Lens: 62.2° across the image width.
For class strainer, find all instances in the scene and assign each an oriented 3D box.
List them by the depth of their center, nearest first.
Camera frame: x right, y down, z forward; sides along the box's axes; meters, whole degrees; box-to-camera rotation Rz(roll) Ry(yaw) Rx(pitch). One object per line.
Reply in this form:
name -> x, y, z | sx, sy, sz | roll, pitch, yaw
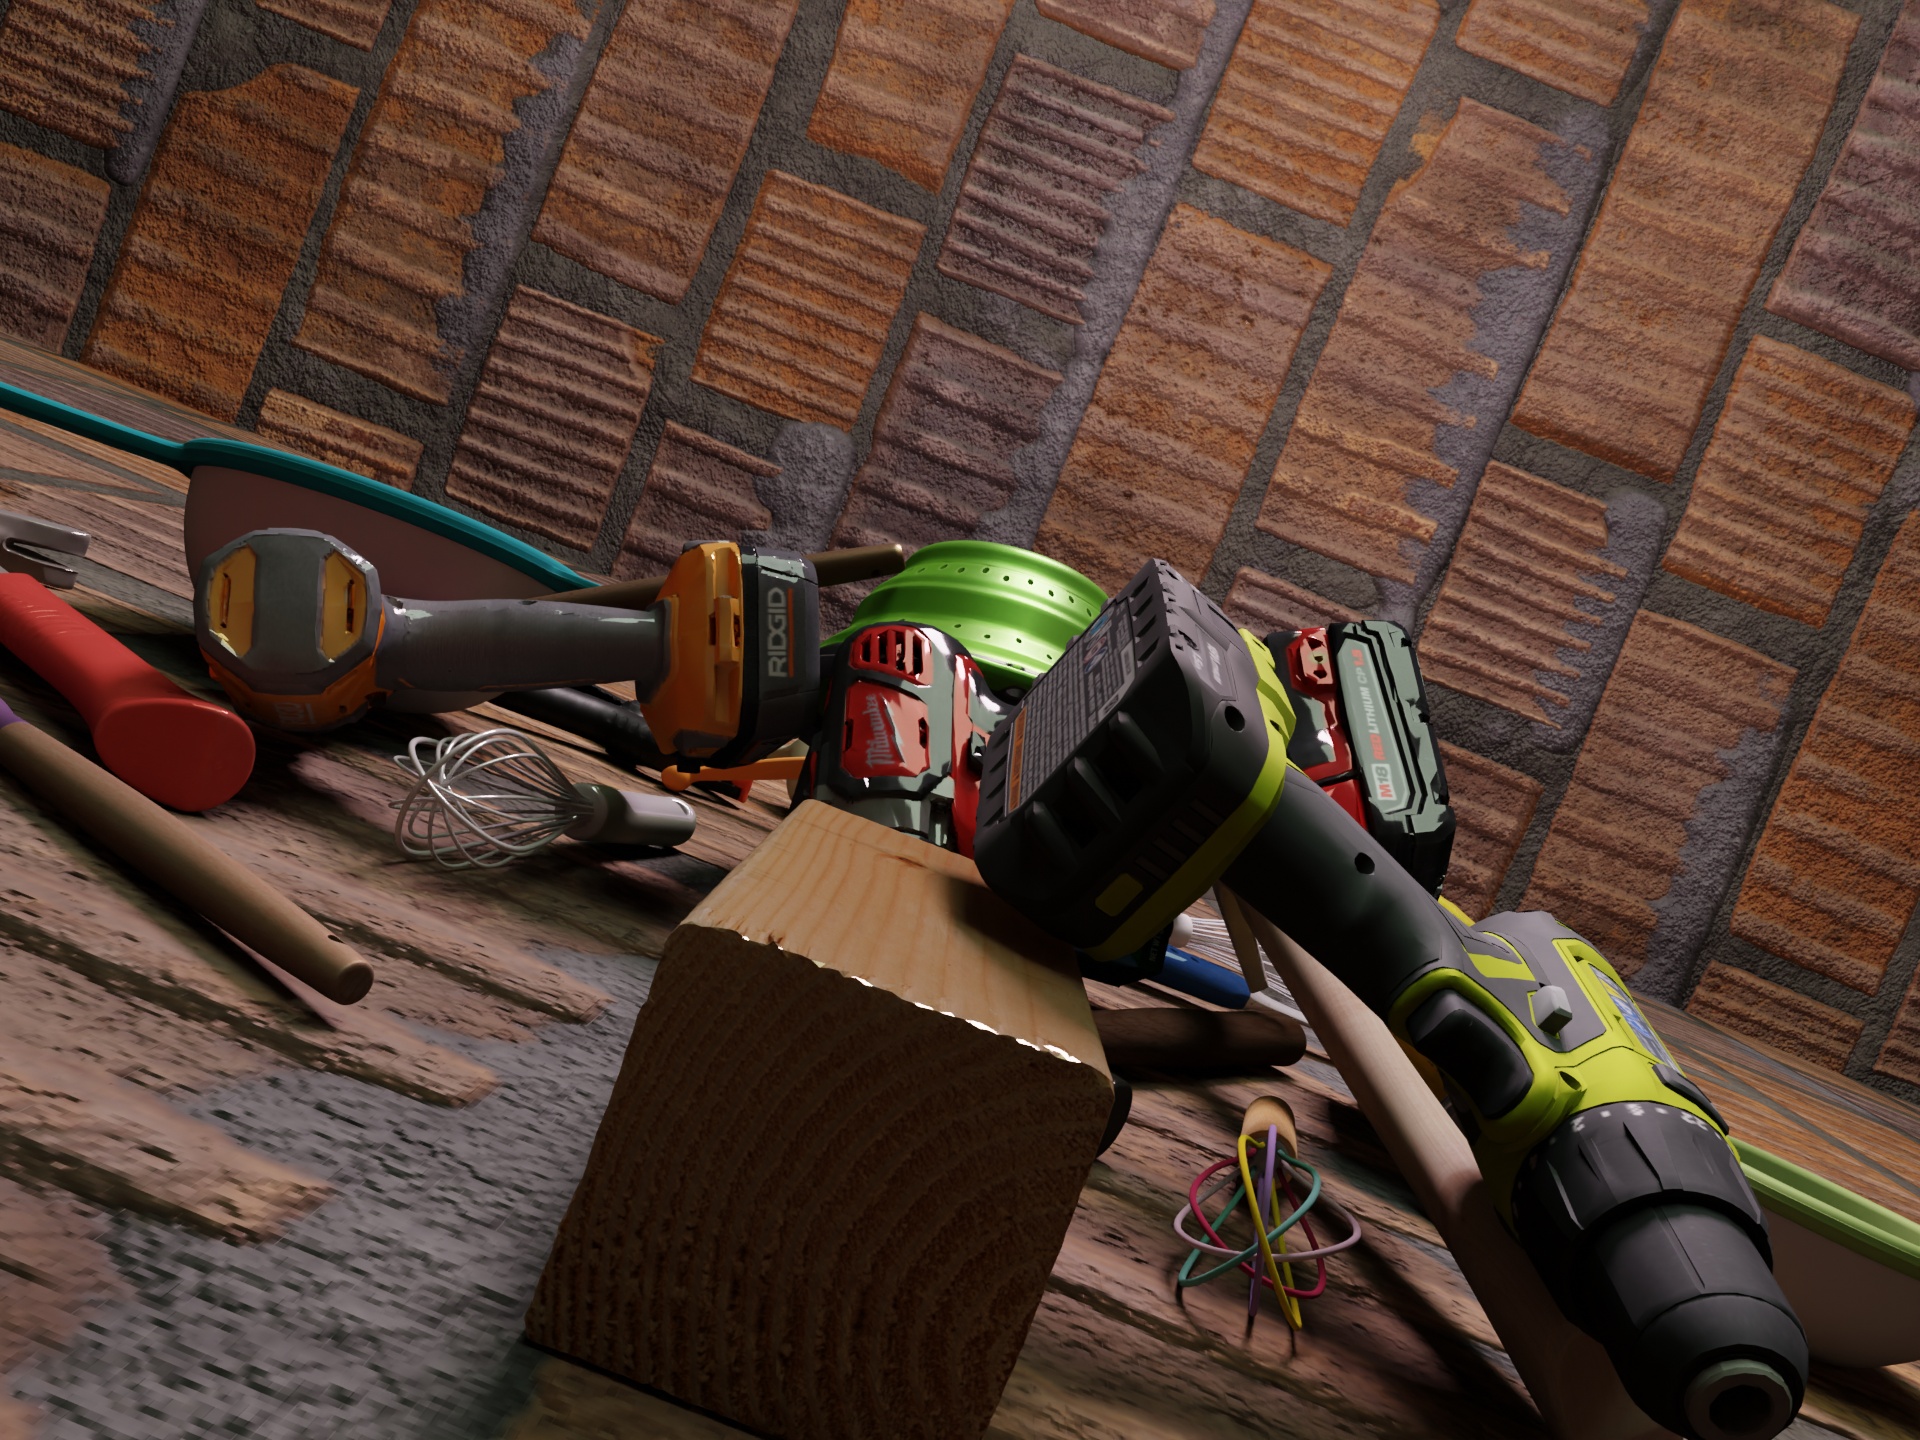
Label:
strainer -> 0.390, 0.248, 0.644 | 0.151, 0.069, 0.257 | 23, 3, -33
strainer -> -0.354, -0.077, 0.777 | 0.340, 0.095, 0.211 | 20, -9, -27

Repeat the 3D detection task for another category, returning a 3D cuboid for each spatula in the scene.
spatula -> -0.280, 0.015, 0.488 | 0.316, 0.018, 0.059 | 23, -5, 31

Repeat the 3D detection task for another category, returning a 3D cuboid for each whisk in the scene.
whisk -> 0.106, 0.160, 0.550 | 0.047, 0.051, 0.245 | 44, 4, 12
whisk -> -0.163, 0.037, 0.670 | 0.058, 0.059, 0.246 | 39, 2, 13
whisk -> 0.167, 0.145, 1.048 | 0.284, 0.070, 0.070 | 15, 6, -24

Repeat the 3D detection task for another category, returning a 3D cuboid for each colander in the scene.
colander -> -0.001, -0.003, 0.852 | 0.204, 0.094, 0.397 | 18, -18, -6

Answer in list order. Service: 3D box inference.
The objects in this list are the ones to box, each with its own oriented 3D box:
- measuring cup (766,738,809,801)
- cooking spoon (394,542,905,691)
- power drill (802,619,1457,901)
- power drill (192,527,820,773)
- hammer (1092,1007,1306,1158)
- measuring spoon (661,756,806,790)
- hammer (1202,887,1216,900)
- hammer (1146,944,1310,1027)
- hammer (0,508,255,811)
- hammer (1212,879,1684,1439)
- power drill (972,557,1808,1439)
measuring cup -> -0.119, 0.037, 1.021 | 0.167, 0.038, 0.083 | 4, -30, 1
cooking spoon -> -0.183, -0.050, 0.729 | 0.319, 0.017, 0.068 | -9, -37, -2
power drill -> 0.054, 0.043, 0.575 | 0.226, 0.188, 0.080 | -1, -42, 2
power drill -> -0.188, -0.023, 0.660 | 0.226, 0.084, 0.185 | 2, -10, -20
hammer -> 0.079, 0.140, 0.705 | 0.130, 0.031, 0.331 | 25, 4, 33
measuring spoon -> -0.117, 0.033, 0.936 | 0.117, 0.011, 0.021 | -3, -35, -6
hammer -> 0.102, 0.094, 1.120 | 0.127, 0.034, 0.337 | 11, -3, -17
hammer -> 0.174, 0.162, 0.914 | 0.405, 0.035, 0.144 | 22, 3, -2
hammer -> -0.372, -0.041, 0.649 | 0.359, 0.037, 0.149 | 24, 4, 38
hammer -> 0.161, 0.137, 0.620 | 0.038, 0.146, 0.411 | -21, 21, 1
power drill -> 0.115, 0.070, 0.425 | 0.228, 0.080, 0.191 | 39, 17, -9
